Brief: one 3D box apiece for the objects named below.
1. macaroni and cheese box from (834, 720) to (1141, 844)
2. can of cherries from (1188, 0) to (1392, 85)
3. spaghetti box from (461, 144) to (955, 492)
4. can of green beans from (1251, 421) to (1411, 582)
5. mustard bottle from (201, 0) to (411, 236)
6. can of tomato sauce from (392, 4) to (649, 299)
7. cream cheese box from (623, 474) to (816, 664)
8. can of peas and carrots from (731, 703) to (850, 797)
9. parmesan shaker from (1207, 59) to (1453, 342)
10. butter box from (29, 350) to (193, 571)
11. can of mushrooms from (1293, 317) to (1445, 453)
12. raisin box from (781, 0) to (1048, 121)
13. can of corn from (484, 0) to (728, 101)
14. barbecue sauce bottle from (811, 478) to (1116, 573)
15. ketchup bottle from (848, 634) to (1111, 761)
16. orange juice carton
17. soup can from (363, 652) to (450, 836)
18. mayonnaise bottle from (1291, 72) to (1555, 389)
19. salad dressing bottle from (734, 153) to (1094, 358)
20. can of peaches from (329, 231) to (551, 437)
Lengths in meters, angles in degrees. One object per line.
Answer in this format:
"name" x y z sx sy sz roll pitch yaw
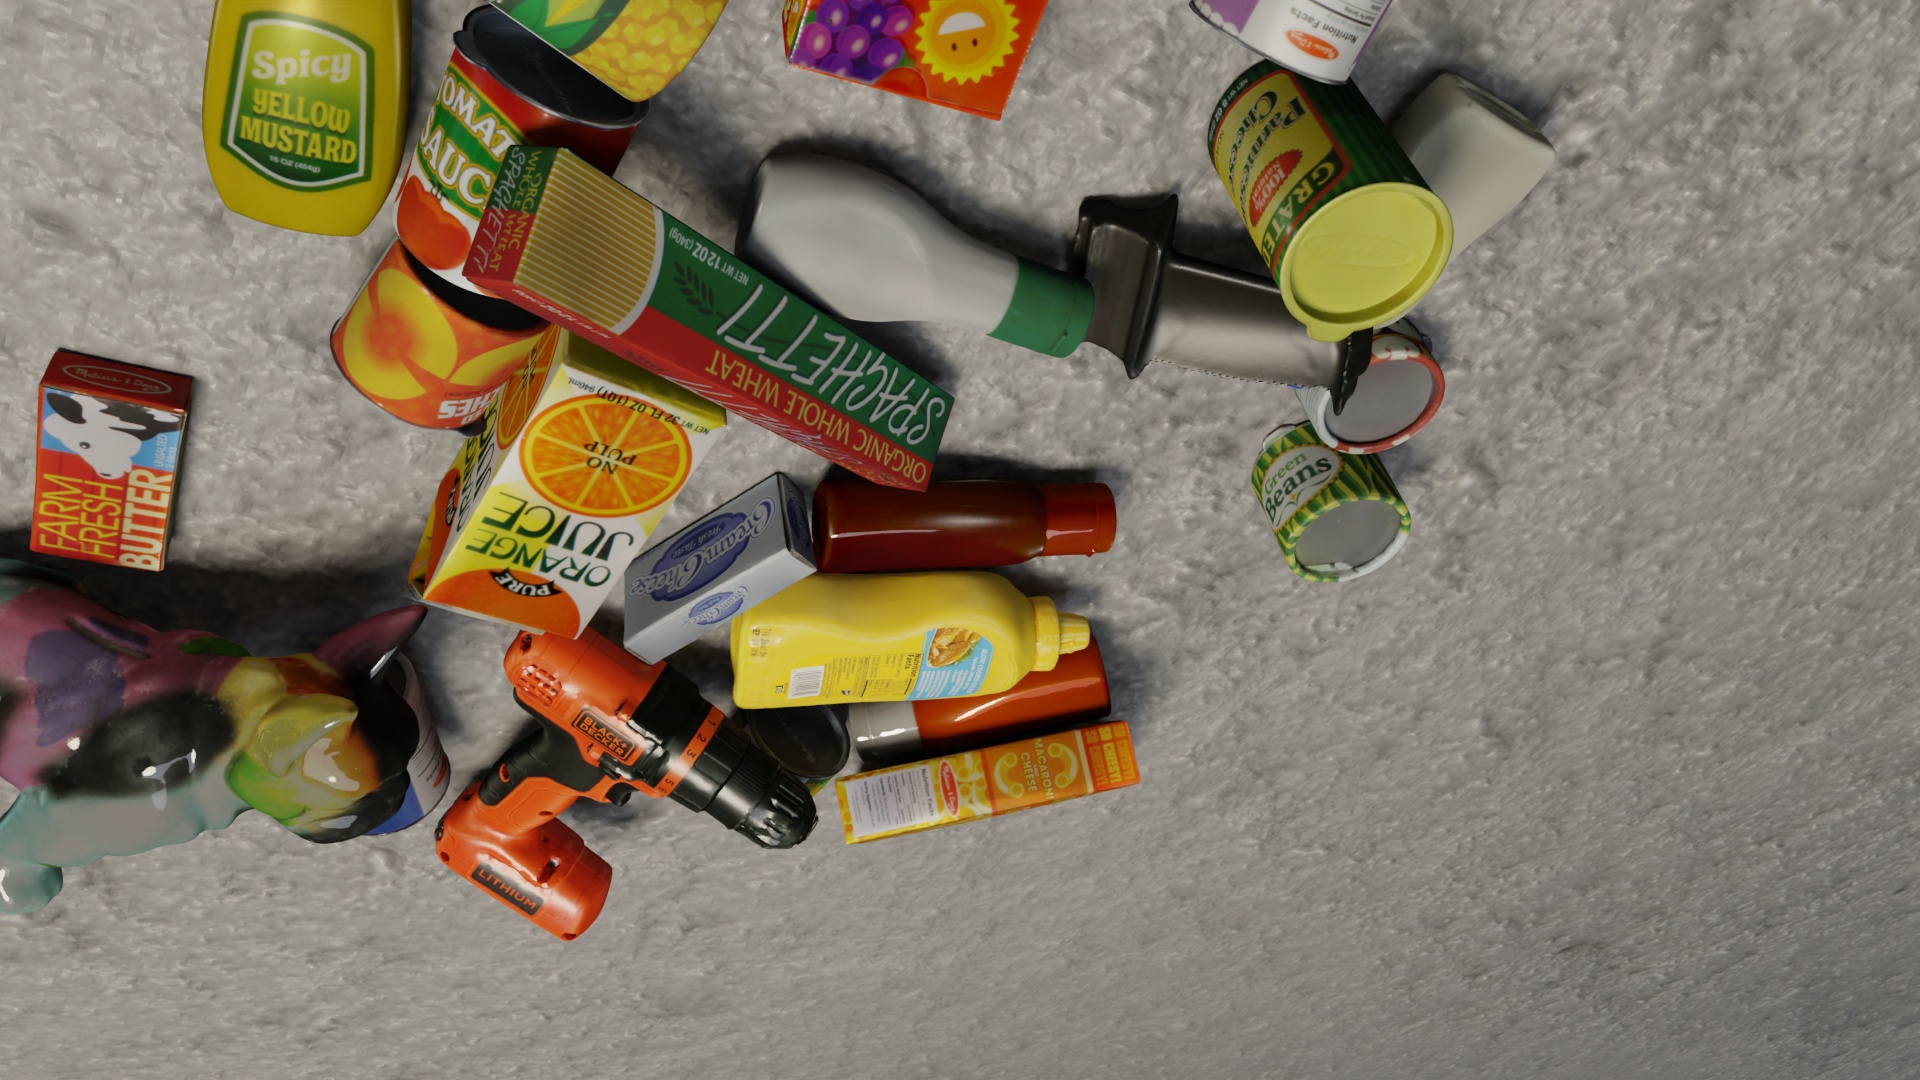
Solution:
"macaroni and cheese box" 0.016 0.144 0.823 0.166 0.040 0.123 -12 168 -2
"can of cherries" 0.124 -0.208 0.503 0.071 0.072 0.058 11 126 -23
"spaghetti box" -0.082 -0.076 0.550 0.029 0.050 0.250 13 173 34
"can of green beans" 0.191 -0.020 0.720 0.071 0.058 0.071 -7 136 -6
"mustard bottle" -0.216 -0.179 0.465 0.065 0.049 0.159 8 133 -22
"can of tomato sauce" -0.162 -0.139 0.504 0.071 0.071 0.082 18 129 -29
"cream cheese box" -0.121 0.014 0.685 0.103 0.053 0.024 -29 136 17
"can of peas and carrots" -0.105 0.122 0.794 0.071 0.071 0.058 20 128 -30
"parmesan shaker" 0.142 -0.138 0.553 0.071 0.103 0.071 -7 136 -6
"butter box" -0.367 -0.031 0.600 0.053 0.024 0.103 13 131 -25
"can of mushrooms" 0.203 -0.077 0.682 0.071 0.033 0.070 -6 136 -6
"raisin box" -0.005 -0.217 0.483 0.086 0.040 0.122 7 134 -21
"can of corn" -0.114 -0.191 0.462 0.071 0.071 0.058 -39 132 25
"barbecue sauce bottle" 0.002 -0.009 0.694 0.149 0.044 0.064 -2 164 -13
"ketchup bottle" 0.011 0.095 0.807 0.149 0.044 0.064 -13 149 1
"orange juice carton" -0.181 -0.023 0.617 0.072 0.073 0.191 20 128 -30
"soup can" -0.311 0.104 0.723 0.071 0.072 0.083 -5 136 -8
"mayonnaise bottle" 0.188 -0.131 0.618 0.065 0.041 0.147 18 130 -27
"salad dressing bottle" -0.017 -0.113 0.576 0.148 0.044 0.064 16 138 -21
"can of peaches" -0.203 -0.085 0.551 0.071 0.071 0.058 26 124 -34
